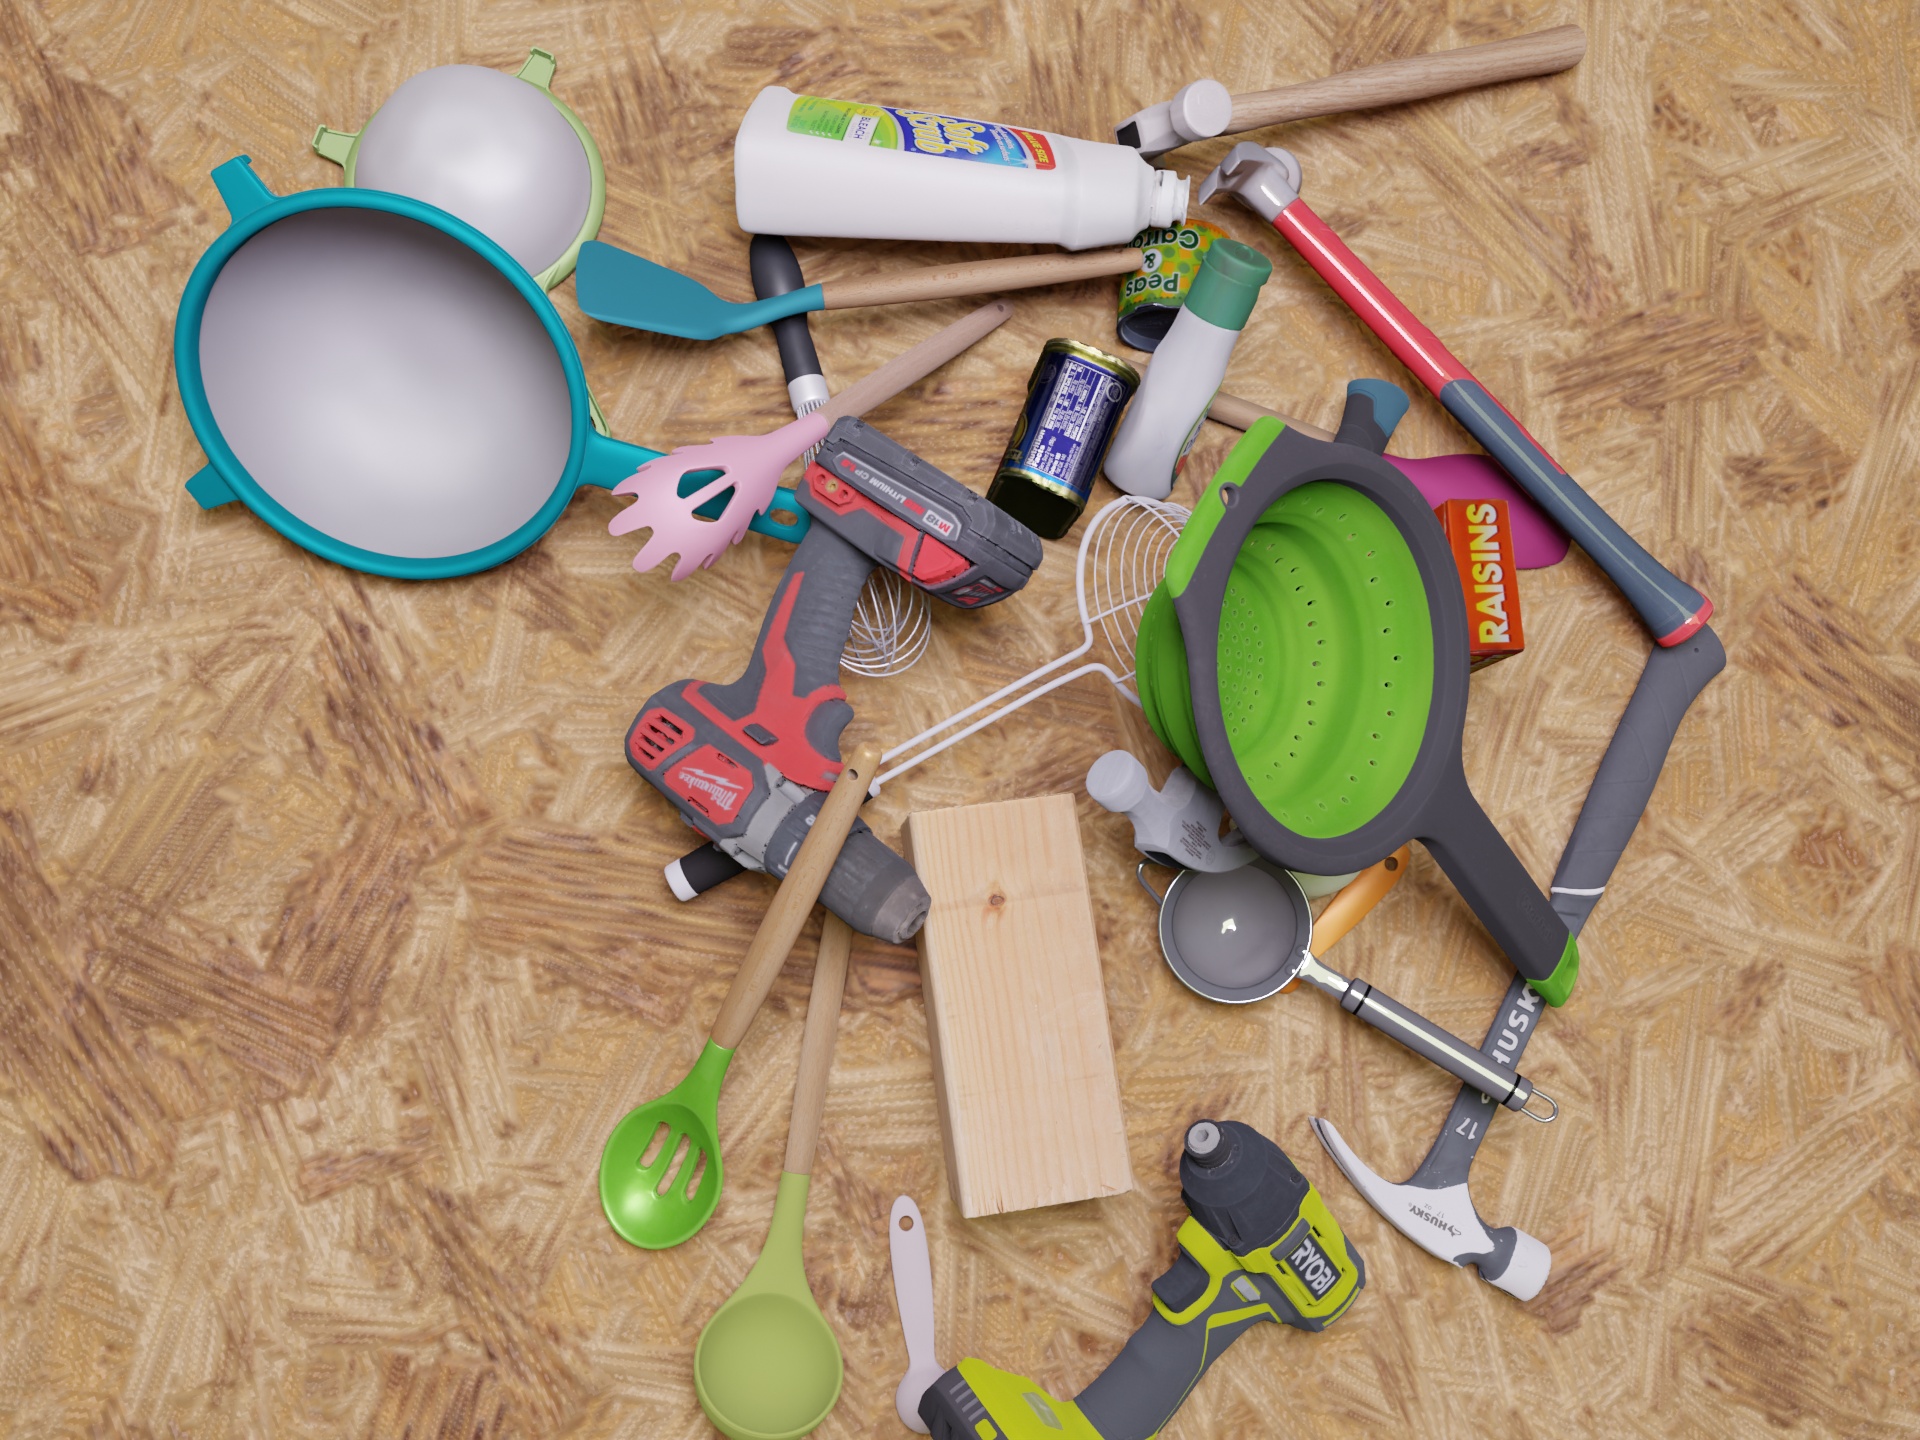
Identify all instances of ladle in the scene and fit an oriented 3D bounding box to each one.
[{"bbox_3d":[-0.081,0.215,0.850,0.078,0.062,0.320,12,77,-12],"label":"ladle"}]

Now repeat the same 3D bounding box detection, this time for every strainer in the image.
[{"bbox_3d":[-0.236,-0.172,0.866,0.340,0.095,0.211,16,121,-10],"label":"strainer"},{"bbox_3d":[-0.260,-0.271,0.905,0.151,0.069,0.256,-25,82,-10],"label":"strainer"},{"bbox_3d":[0.210,0.149,0.879,0.258,0.050,0.087,31,86,12],"label":"strainer"}]

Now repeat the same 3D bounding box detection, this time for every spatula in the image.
[{"bbox_3d":[-0.053,-0.251,0.895,0.317,0.044,0.082,-8,44,-4],"label":"spatula"}]

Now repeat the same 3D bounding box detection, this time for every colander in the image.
[{"bbox_3d":[0.202,0.023,0.823,0.396,0.094,0.204,47,63,-29],"label":"colander"}]

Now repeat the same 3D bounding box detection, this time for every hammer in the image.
[{"bbox_3d":[0.179,-0.062,0.889,0.128,0.033,0.331,43,65,-34],"label":"hammer"},{"bbox_3d":[0.345,0.113,0.924,0.149,0.036,0.409,29,78,0],"label":"hammer"},{"bbox_3d":[0.289,-0.187,0.924,0.386,0.143,0.038,46,119,1],"label":"hammer"},{"bbox_3d":[0.242,-0.383,0.968,0.331,0.130,0.031,-18,104,-20],"label":"hammer"}]

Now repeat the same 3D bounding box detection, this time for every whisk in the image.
[{"bbox_3d":[-0.080,-0.158,0.915,0.070,0.070,0.285,-14,77,-8],"label":"whisk"}]

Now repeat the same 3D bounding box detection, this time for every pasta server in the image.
[{"bbox_3d":[-0.065,-0.168,0.864,0.316,0.040,0.060,-43,103,-41],"label":"pasta server"}]

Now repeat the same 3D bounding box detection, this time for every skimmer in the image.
[{"bbox_3d":[-0.001,-0.003,0.900,0.363,0.090,0.127,-29,103,-2],"label":"skimmer"}]

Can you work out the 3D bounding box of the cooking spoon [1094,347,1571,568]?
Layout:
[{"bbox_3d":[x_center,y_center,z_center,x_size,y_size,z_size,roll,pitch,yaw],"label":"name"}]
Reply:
[{"bbox_3d":[0.226,-0.165,0.965,0.319,0.017,0.069,19,79,-4],"label":"cooking spoon"}]

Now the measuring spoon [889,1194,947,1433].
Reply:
[{"bbox_3d":[-0.023,0.320,0.856,0.034,0.018,0.124,-7,80,-7],"label":"measuring spoon"}]

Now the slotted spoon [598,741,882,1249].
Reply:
[{"bbox_3d":[-0.107,0.142,0.799,0.070,0.031,0.313,33,113,14],"label":"slotted spoon"}]

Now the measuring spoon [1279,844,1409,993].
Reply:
[{"bbox_3d":[0.221,0.113,0.921,0.117,0.011,0.021,-44,87,-11],"label":"measuring spoon"}]

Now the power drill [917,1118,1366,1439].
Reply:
[{"bbox_3d":[0.095,0.310,0.808,0.223,0.080,0.171,-43,129,-9],"label":"power drill"}]

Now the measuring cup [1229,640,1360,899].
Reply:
[{"bbox_3d":[0.207,0.020,0.921,0.083,0.038,0.168,10,82,-4],"label":"measuring cup"}]

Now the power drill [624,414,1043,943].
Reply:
[{"bbox_3d":[-0.050,-0.017,0.810,0.188,0.080,0.226,35,97,21],"label":"power drill"}]
